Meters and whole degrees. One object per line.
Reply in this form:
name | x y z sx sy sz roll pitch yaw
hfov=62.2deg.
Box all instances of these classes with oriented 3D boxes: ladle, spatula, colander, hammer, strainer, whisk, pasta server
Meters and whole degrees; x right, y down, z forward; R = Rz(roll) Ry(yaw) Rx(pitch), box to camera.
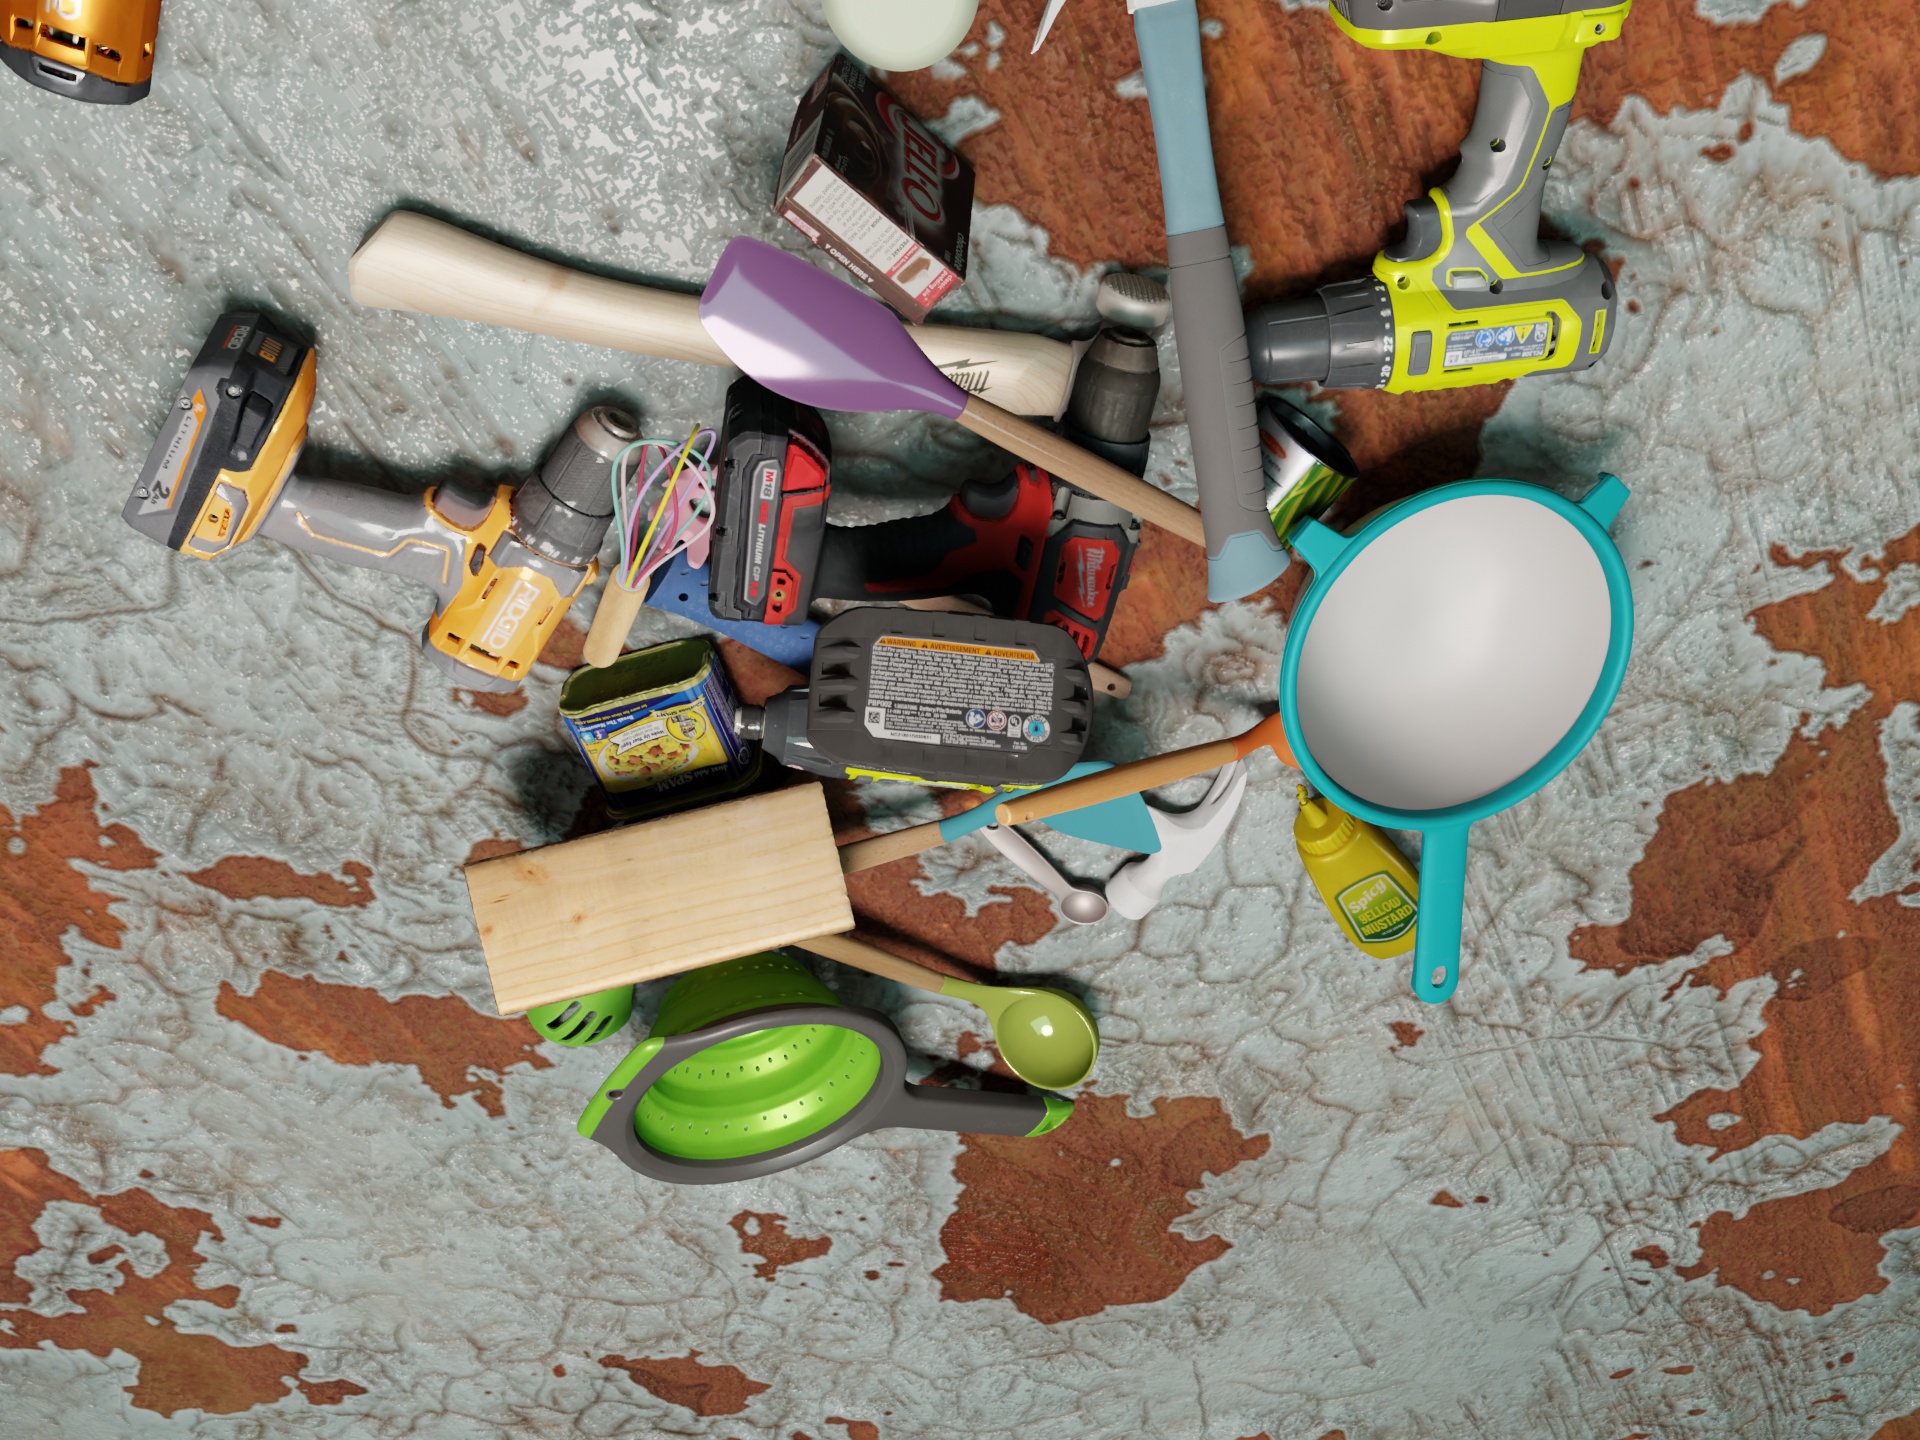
ladle | -0.035 0.180 1.080 0.320 0.062 0.078 25 125 -30
spatula | 0.021 -0.140 0.774 0.315 0.018 0.059 22 105 -22
spatula | 0.149 0.027 0.944 0.322 0.041 0.081 -13 132 -39
colander | -0.083 0.243 1.141 0.396 0.095 0.204 15 127 -37
hammer | -0.002 -0.003 0.985 0.405 0.035 0.144 27 120 -22
hammer | -0.105 -0.193 0.837 0.410 0.038 0.146 7 127 -9
strainer | 0.276 0.008 0.954 0.211 0.095 0.340 -9 117 -8
hammer | 0.116 -0.220 0.760 0.128 0.033 0.331 -11 105 0
spatula | -0.035 0.083 1.001 0.317 0.044 0.082 -17 130 15
whisk | -0.174 -0.084 0.849 0.051 0.047 0.245 -4 159 -25
pasta server | -0.031 -0.073 0.930 0.316 0.040 0.060 23 117 -21

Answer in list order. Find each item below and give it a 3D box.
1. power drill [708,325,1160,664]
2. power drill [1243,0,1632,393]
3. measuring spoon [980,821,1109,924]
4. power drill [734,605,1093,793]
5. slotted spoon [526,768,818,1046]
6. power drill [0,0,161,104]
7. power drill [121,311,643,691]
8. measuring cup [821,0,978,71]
power drill | -0.011 -0.123 0.827 0.226 0.080 0.187 6 122 -12
power drill | 0.231 -0.267 0.781 0.190 0.080 0.228 -6 129 0
measuring spoon | 0.055 0.096 1.078 0.034 0.018 0.124 -33 116 32
power drill | -0.029 -0.001 0.844 0.171 0.223 0.080 5 82 -10
slotted spoon | -0.195 0.132 1.077 0.070 0.031 0.313 30 118 -30
power drill | -0.446 -0.372 0.654 0.226 0.084 0.164 15 123 -20
power drill | -0.296 -0.127 0.846 0.226 0.084 0.185 26 120 -27
measuring cup | -0.072 -0.342 0.725 0.167 0.038 0.083 4 126 -10
